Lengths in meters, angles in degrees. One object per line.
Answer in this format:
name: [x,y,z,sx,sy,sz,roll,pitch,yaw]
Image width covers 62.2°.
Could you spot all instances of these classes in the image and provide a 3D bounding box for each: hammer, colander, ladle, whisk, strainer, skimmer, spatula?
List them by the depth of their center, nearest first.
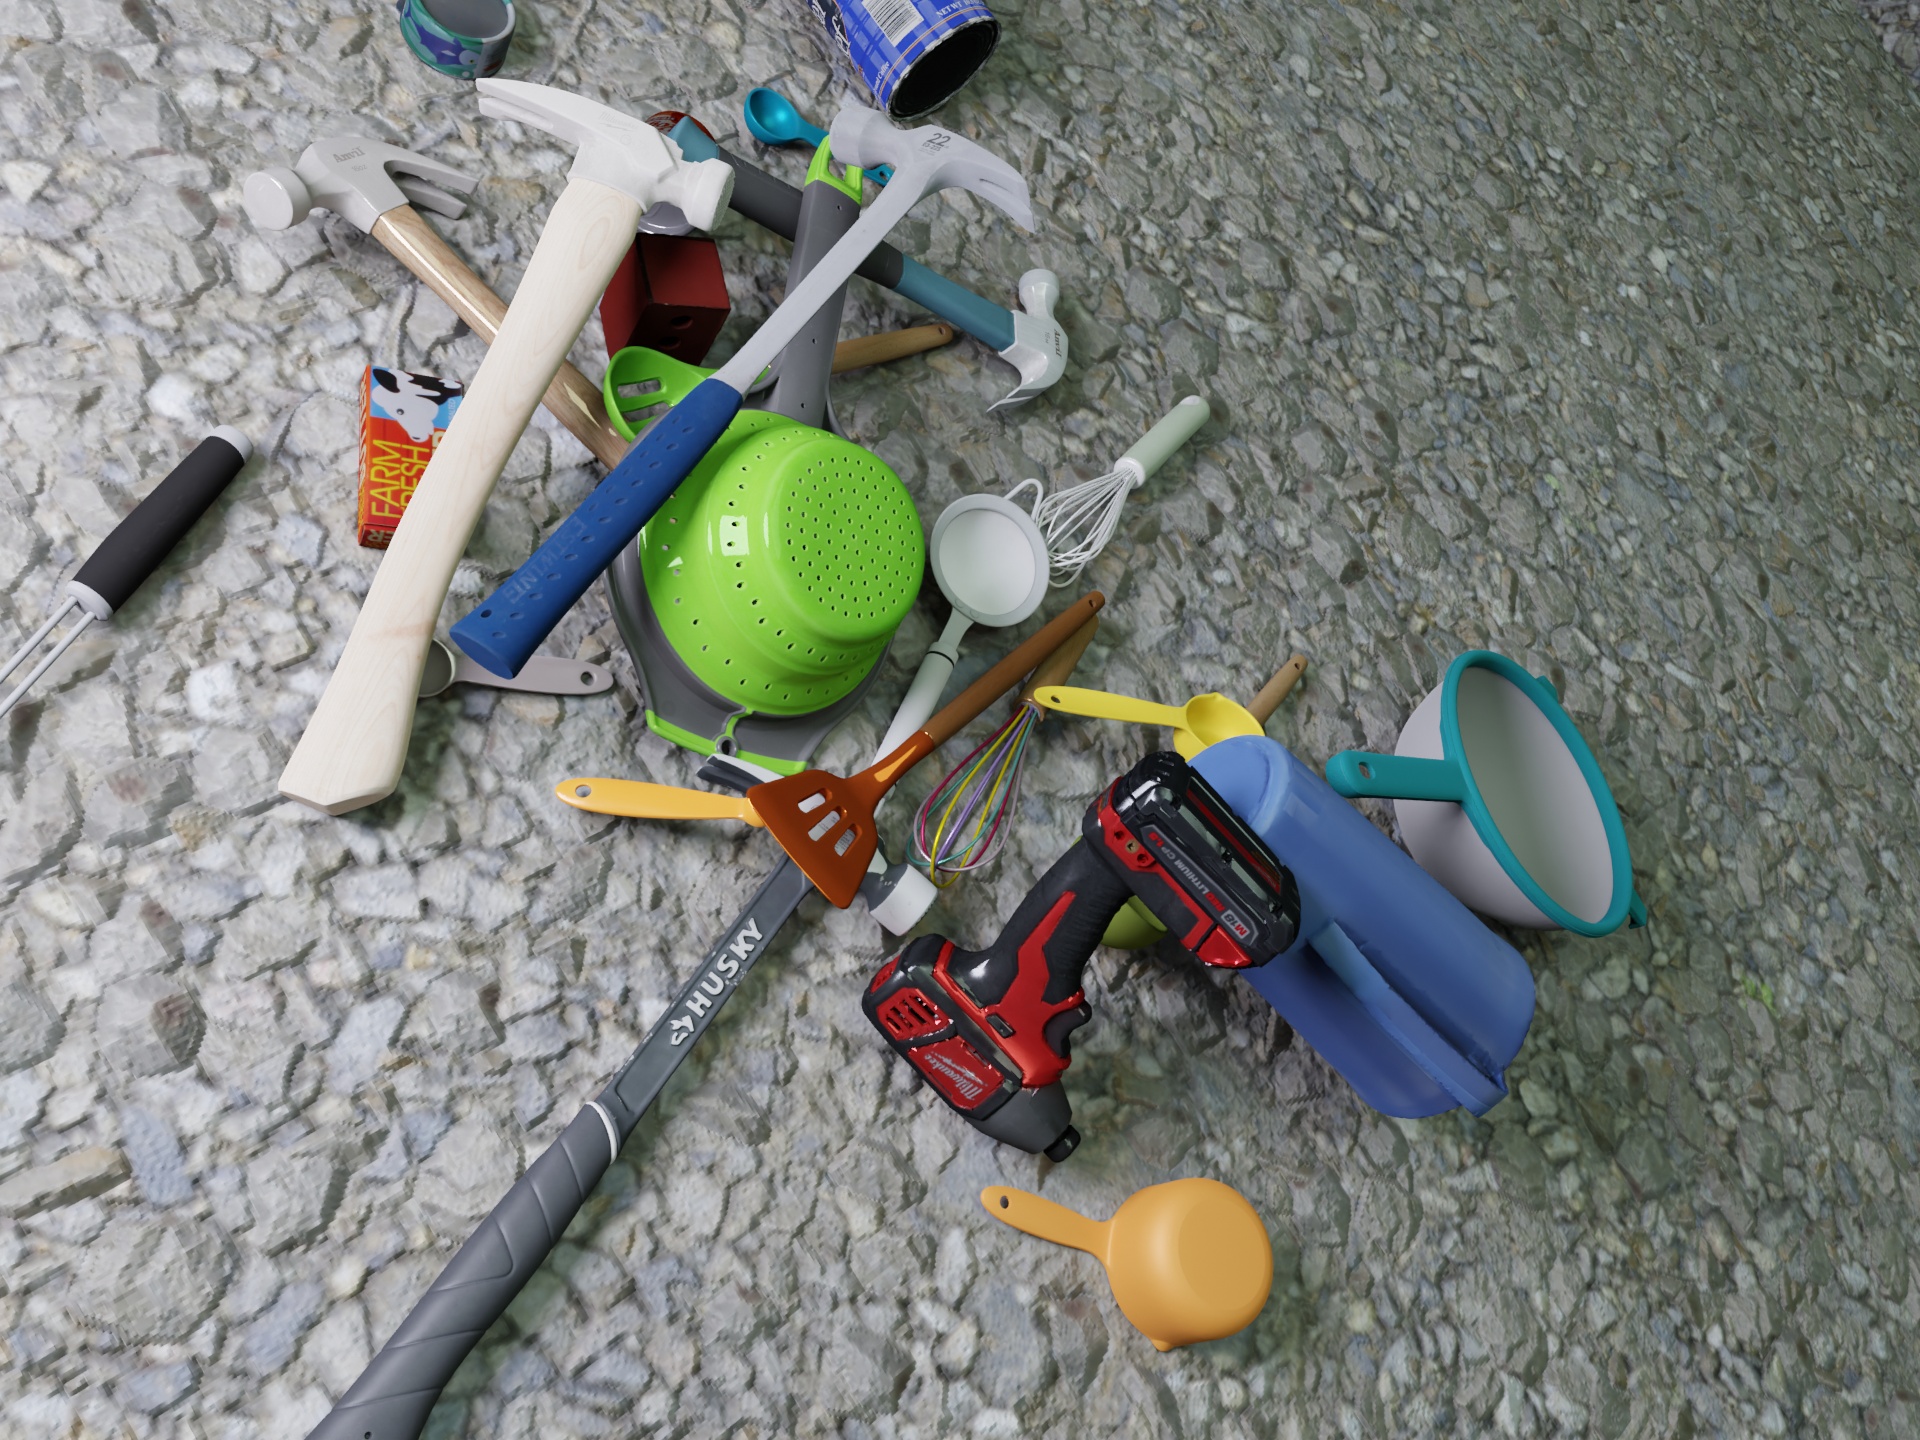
skimmer: [-0.405,-0.012,0.699,0.127,0.090,0.363,57,41,-37]
hammer: [-0.168,0.182,0.779,0.149,0.036,0.409,41,53,-6]
hammer: [-0.258,-0.148,0.826,0.146,0.038,0.411,21,72,-6]
hammer: [-0.114,-0.180,0.839,0.144,0.035,0.405,26,66,26]
colander: [-0.077,-0.170,0.904,0.204,0.094,0.397,21,70,-38]
hammer: [-0.240,-0.204,0.913,0.331,0.031,0.130,45,37,-10]
spatula: [-0.001,-0.003,0.931,0.081,0.041,0.322,50,51,0]
strainer: [-0.011,-0.046,0.980,0.086,0.050,0.259,35,59,-18]
whisk: [0.033,0.011,0.981,0.047,0.051,0.245,55,45,-23]
ladle: [0.161,0.037,1.031,0.078,0.062,0.320,47,50,0]
hammer: [-0.054,-0.301,1.039,0.330,0.033,0.128,19,58,-37]
strainer: [0.321,0.059,1.064,0.340,0.095,0.211,6,61,-42]
whisk: [0.115,-0.168,1.114,0.246,0.058,0.059,-46,128,-40]

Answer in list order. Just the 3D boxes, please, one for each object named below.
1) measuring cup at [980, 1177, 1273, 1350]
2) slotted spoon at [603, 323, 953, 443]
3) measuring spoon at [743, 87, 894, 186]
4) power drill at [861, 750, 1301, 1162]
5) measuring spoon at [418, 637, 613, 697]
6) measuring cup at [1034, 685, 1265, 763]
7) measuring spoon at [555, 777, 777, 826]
measuring cup: [0.096,0.283,0.872,0.173,0.052,0.095,25,57,-20]
slotted spoon: [-0.104,-0.218,0.991,0.314,0.031,0.070,-28,95,-47]
measuring spoon: [-0.099,-0.400,1.119,0.128,0.021,0.042,19,58,-33]
power drill: [0.067,0.132,0.840,0.143,0.219,0.078,47,18,-2]
measuring spoon: [-0.245,-0.024,0.849,0.124,0.018,0.034,4,71,-36]
measuring cup: [0.116,0.005,0.999,0.156,0.029,0.062,10,44,-15]
measuring spoon: [-0.153,0.041,0.833,0.117,0.011,0.021,6,56,-5]
